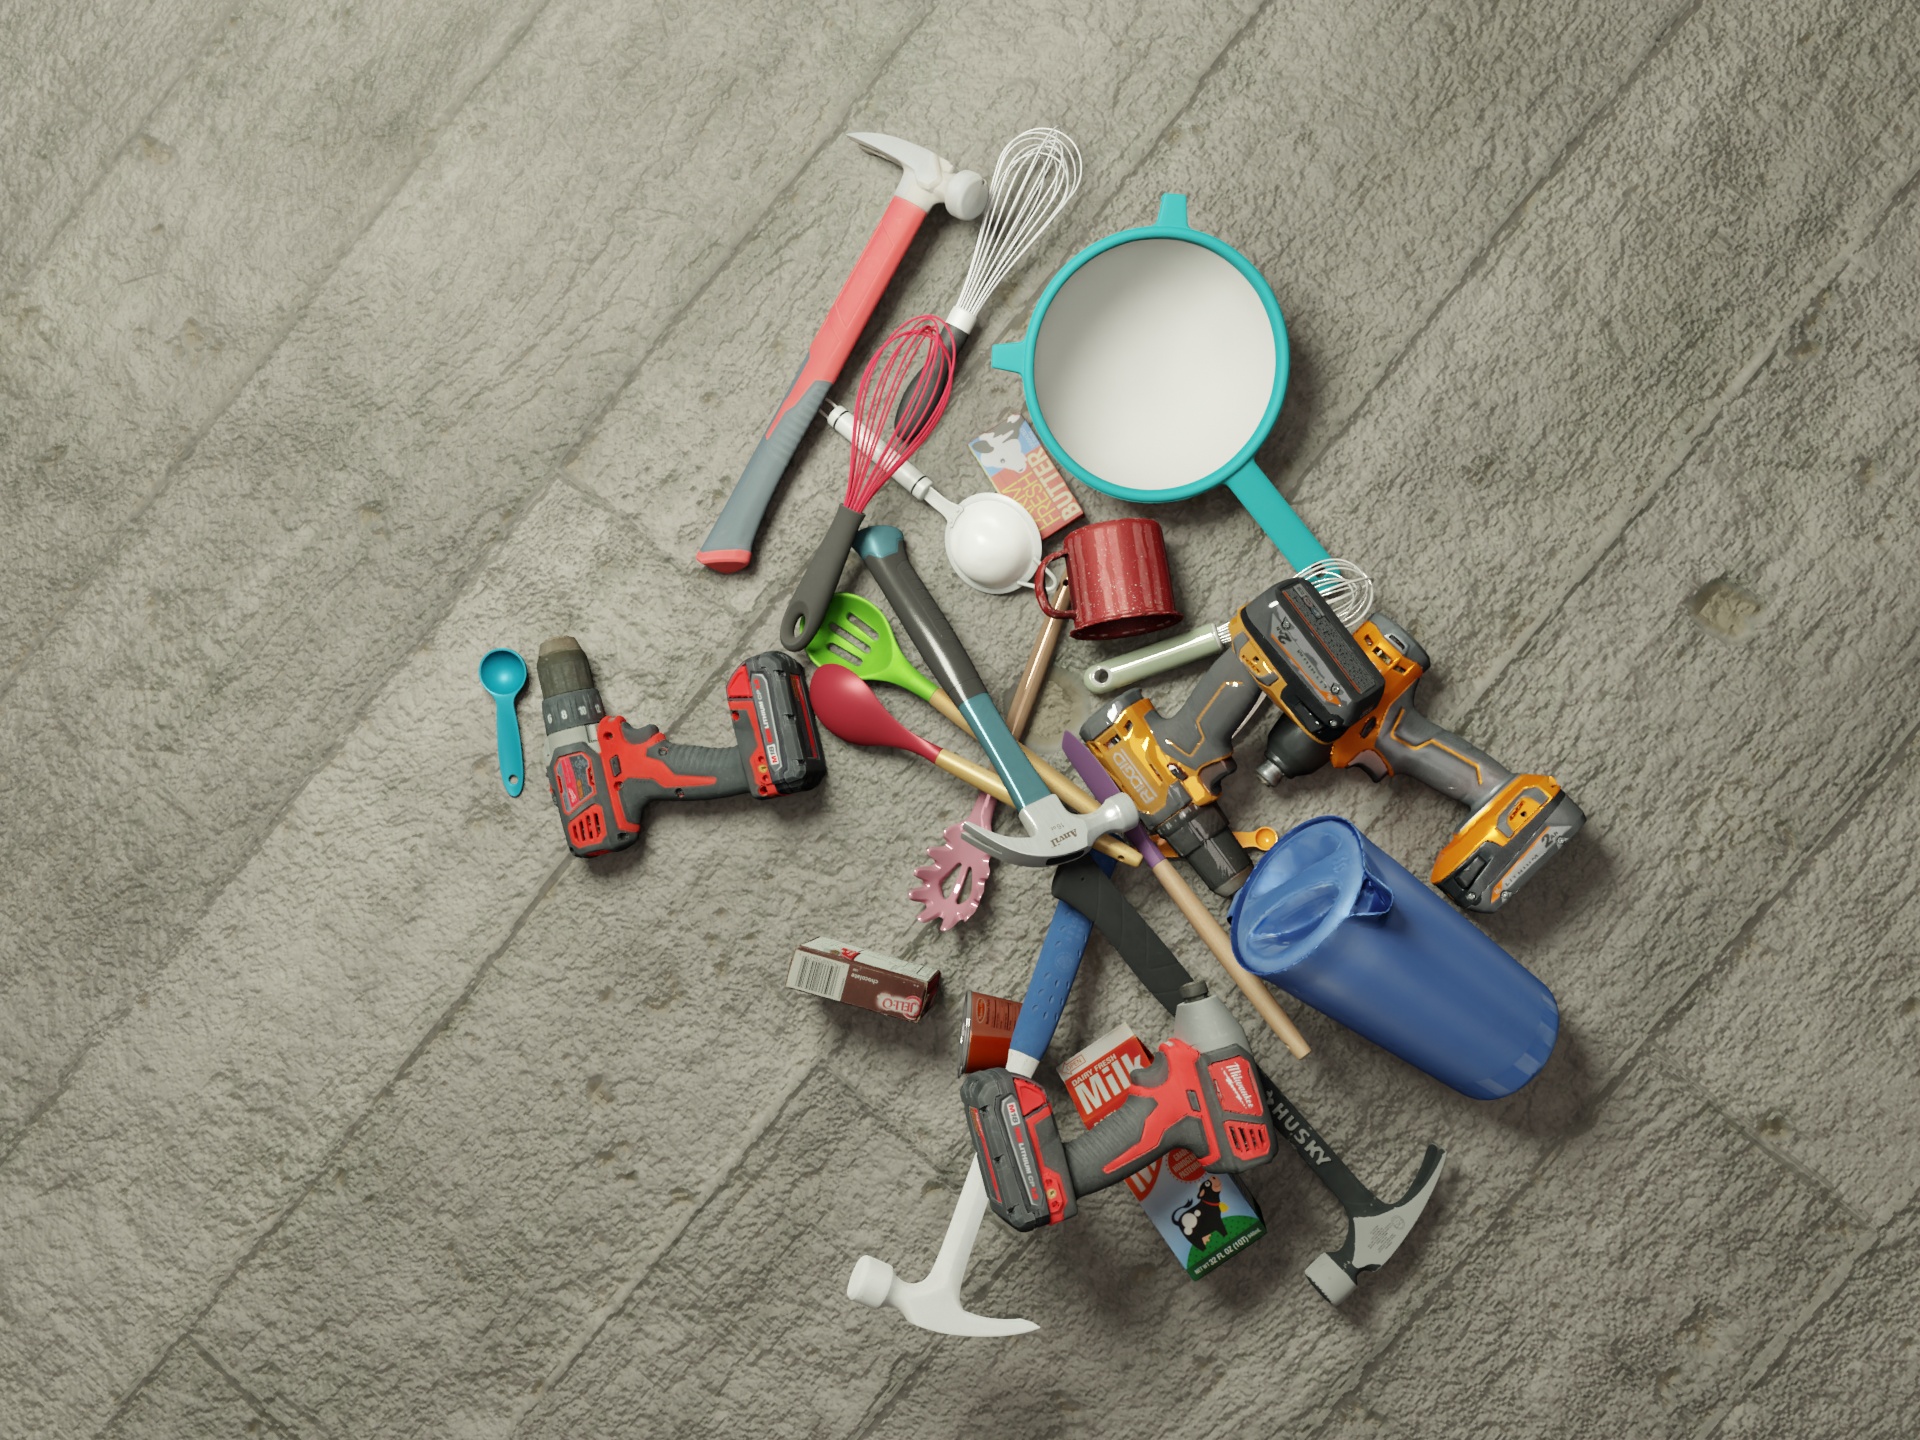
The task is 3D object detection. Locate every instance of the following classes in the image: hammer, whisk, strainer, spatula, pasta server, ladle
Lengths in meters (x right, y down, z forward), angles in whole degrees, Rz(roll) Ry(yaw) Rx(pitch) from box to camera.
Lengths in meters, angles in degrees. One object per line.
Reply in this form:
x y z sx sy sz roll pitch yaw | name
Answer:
0.005 -0.026 1.276 0.128 0.033 0.331 -25 68 -17 | hammer
-0.080 -0.190 1.292 0.073 0.073 0.296 26 100 6 | whisk
0.051 0.274 1.240 0.144 0.035 0.406 25 71 -9 | hammer
-0.027 -0.187 1.322 0.258 0.050 0.086 41 121 12 | strainer
0.172 0.133 1.252 0.018 0.059 0.316 -31 71 -15 | spatula
0.215 -0.071 1.288 0.246 0.059 0.058 -20 81 14 | whisk
0.216 0.259 1.254 0.149 0.036 0.409 -41 92 -7 | hammer
0.037 0.022 1.313 0.060 0.040 0.316 20 89 17 | pasta server
0.016 -0.361 1.320 0.070 0.070 0.284 29 96 6 | whisk
0.191 -0.239 1.291 0.211 0.095 0.340 -41 105 5 | strainer
-0.126 -0.303 1.332 0.143 0.038 0.386 34 97 30 | hammer
0.006 0.041 1.285 0.315 0.031 0.069 27 131 14 | ladle

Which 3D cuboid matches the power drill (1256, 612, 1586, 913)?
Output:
0.356 0.047 1.260 0.164 0.084 0.226 -45 80 4 | power drill

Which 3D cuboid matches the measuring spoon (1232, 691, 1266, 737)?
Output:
0.239 -0.019 1.308 0.034 0.018 0.124 41 99 8 | measuring spoon

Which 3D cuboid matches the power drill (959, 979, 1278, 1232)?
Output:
0.119 0.285 1.183 0.219 0.078 0.143 -13 83 -13 | power drill

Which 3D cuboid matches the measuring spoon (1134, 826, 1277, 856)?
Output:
0.202 0.101 1.308 0.117 0.011 0.021 -5 74 9 | measuring spoon

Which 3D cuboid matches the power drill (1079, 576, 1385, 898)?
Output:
0.219 0.020 1.233 0.226 0.084 0.185 -41 80 36 | power drill

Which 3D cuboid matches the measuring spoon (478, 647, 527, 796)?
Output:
-0.387 0.001 1.371 0.042 0.021 0.128 -3 97 5 | measuring spoon

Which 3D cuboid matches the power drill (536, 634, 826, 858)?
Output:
-0.242 0.002 1.325 0.226 0.080 0.188 -14 86 8 | power drill

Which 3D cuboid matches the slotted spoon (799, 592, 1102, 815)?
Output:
-0.002 -0.004 1.301 0.314 0.031 0.070 36 92 15 | slotted spoon
